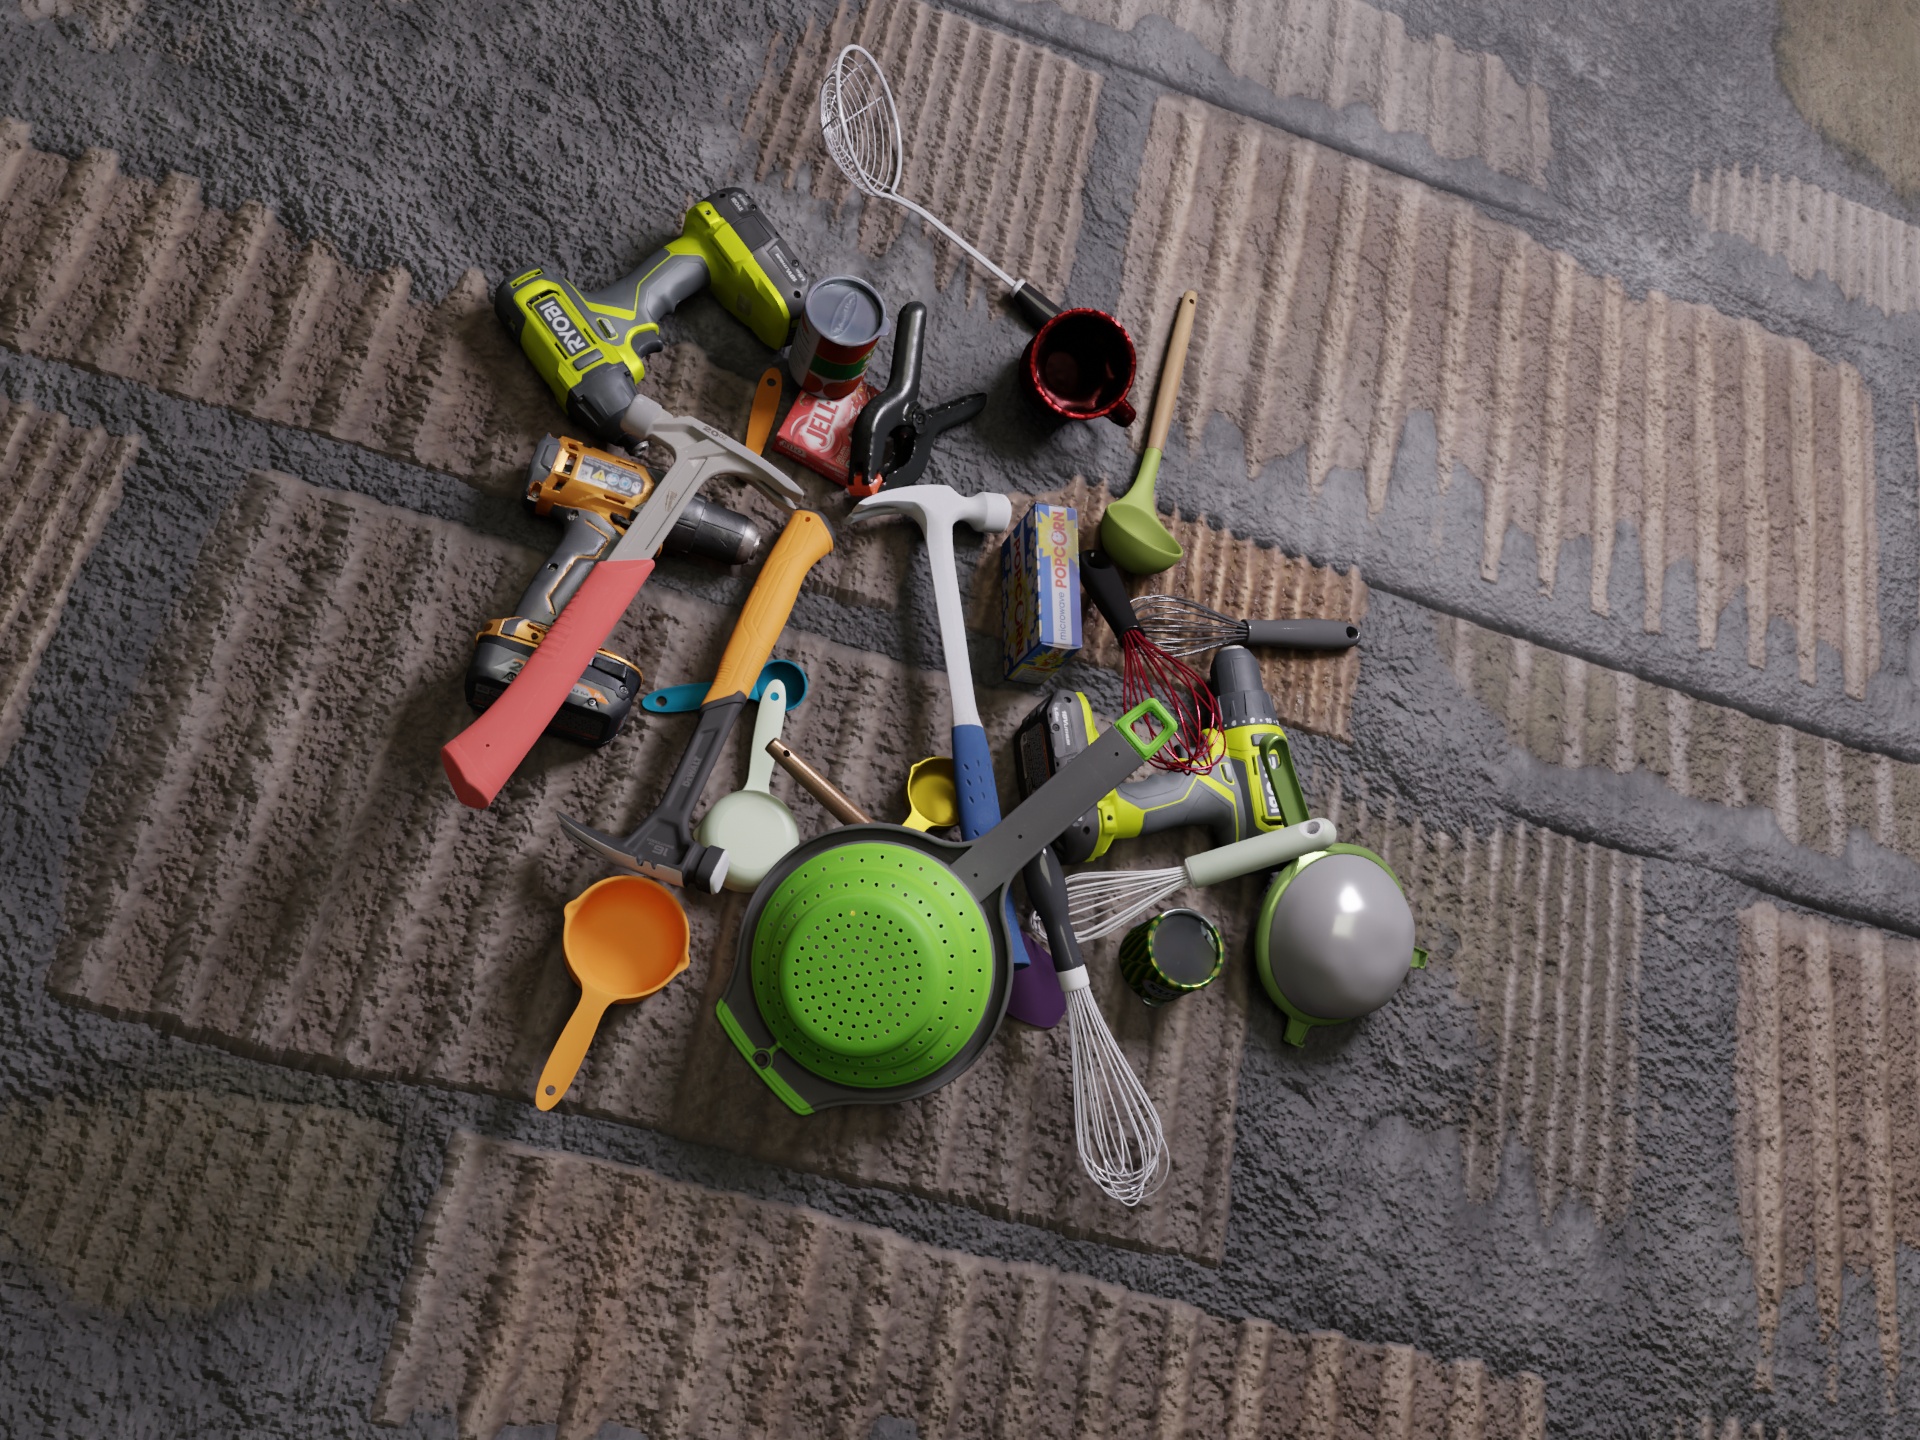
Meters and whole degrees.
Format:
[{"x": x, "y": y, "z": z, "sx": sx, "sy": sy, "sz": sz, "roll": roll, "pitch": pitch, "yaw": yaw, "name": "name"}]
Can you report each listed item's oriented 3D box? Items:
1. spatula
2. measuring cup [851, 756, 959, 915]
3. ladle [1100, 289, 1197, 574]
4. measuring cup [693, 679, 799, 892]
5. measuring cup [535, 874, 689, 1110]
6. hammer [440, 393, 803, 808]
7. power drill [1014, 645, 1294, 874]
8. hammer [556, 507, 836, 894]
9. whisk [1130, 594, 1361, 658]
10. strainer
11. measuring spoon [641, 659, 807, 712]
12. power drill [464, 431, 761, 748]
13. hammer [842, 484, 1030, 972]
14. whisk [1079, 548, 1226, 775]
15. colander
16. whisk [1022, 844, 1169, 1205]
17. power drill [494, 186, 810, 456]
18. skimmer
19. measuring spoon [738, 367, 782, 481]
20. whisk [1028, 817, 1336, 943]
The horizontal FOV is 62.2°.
[{"x": -0.030, "y": 0.124, "z": 1.206, "sx": 0.315, "sy": 0.018, "sz": 0.060, "roll": 44, "pitch": 64, "yaw": -13, "name": "spatula"}, {"x": -0.046, "y": 0.095, "z": 1.238, "sx": 0.062, "sy": 0.029, "sz": 0.156, "roll": 39, "pitch": 67, "yaw": -1, "name": "measuring cup"}, {"x": 0.184, "y": -0.266, "z": 1.421, "sx": 0.078, "sy": 0.062, "sz": 0.320, "roll": 25, "pitch": 63, "yaw": -19, "name": "ladle"}, {"x": -0.152, "y": 0.046, "z": 1.204, "sx": 0.083, "sy": 0.038, "sz": 0.168, "roll": 11, "pitch": 76, "yaw": -10, "name": "measuring cup"}, {"x": -0.257, "y": 0.195, "z": 1.124, "sx": 0.095, "sy": 0.052, "sz": 0.174, "roll": 26, "pitch": 68, "yaw": -7, "name": "measuring cup"}, {"x": -0.250, "y": -0.081, "z": 1.142, "sx": 0.149, "sy": 0.036, "sz": 0.359, "roll": 31, "pitch": 56, "yaw": -7, "name": "hammer"}, {"x": 0.166, "y": 0.031, "z": 1.299, "sx": 0.228, "sy": 0.080, "sz": 0.191, "roll": -1, "pitch": 73, "yaw": -21, "name": "power drill"}, {"x": -0.180, "y": -0.032, "z": 1.214, "sx": 0.127, "sy": 0.034, "sz": 0.337, "roll": 18, "pitch": 60, "yaw": 6, "name": "hammer"}, {"x": 0.246, "y": -0.079, "z": 1.382, "sx": 0.239, "sy": 0.055, "sz": 0.055, "roll": 1, "pitch": 71, "yaw": -21, "name": "whisk"}, {"x": 0.296, "y": 0.129, "z": 1.255, "sx": 0.151, "sy": 0.069, "sz": 0.256, "roll": -27, "pitch": 106, "yaw": -20, "name": "strainer"}, {"x": -0.184, "y": -0.020, "z": 1.244, "sx": 0.128, "sy": 0.021, "sz": 0.042, "roll": -8, "pitch": 80, "yaw": -10, "name": "measuring spoon"}, {"x": -0.262, "y": -0.097, "z": 1.212, "sx": 0.185, "sy": 0.084, "sz": 0.226, "roll": 18, "pitch": 63, "yaw": -13, "name": "power drill"}, {"x": -0.002, "y": -0.004, "z": 1.250, "sx": 0.144, "sy": 0.035, "sz": 0.406, "roll": 2, "pitch": 67, "yaw": -27, "name": "hammer"}, {"x": 0.141, "y": -0.055, "z": 1.264, "sx": 0.073, "sy": 0.073, "sz": 0.296, "roll": 2, "pitch": 36, "yaw": -17, "name": "whisk"}, {"x": -0.004, "y": 0.121, "z": 1.115, "sx": 0.397, "sy": 0.094, "sz": 0.204, "roll": -41, "pitch": 85, "yaw": 1, "name": "colander"}, {"x": 0.093, "y": 0.224, "z": 1.192, "sx": 0.070, "sy": 0.070, "sz": 0.284, "roll": -15, "pitch": 89, "yaw": -21, "name": "whisk"}, {"x": -0.240, "y": -0.326, "z": 1.300, "sx": 0.223, "sy": 0.080, "sz": 0.171, "roll": -35, "pitch": 83, "yaw": -21, "name": "power drill"}, {"x": 0.020, "y": -0.445, "z": 1.412, "sx": 0.363, "sy": 0.090, "sz": 0.127, "roll": 39, "pitch": 33, "yaw": -4, "name": "skimmer"}, {"x": -0.168, "y": -0.247, "z": 1.330, "sx": 0.021, "sy": 0.011, "sz": 0.117, "roll": 16, "pitch": 64, "yaw": -12, "name": "measuring spoon"}, {"x": 0.170, "y": 0.122, "z": 1.228, "sx": 0.246, "sy": 0.059, "sz": 0.058, "roll": -18, "pitch": 43, "yaw": 6, "name": "whisk"}]
